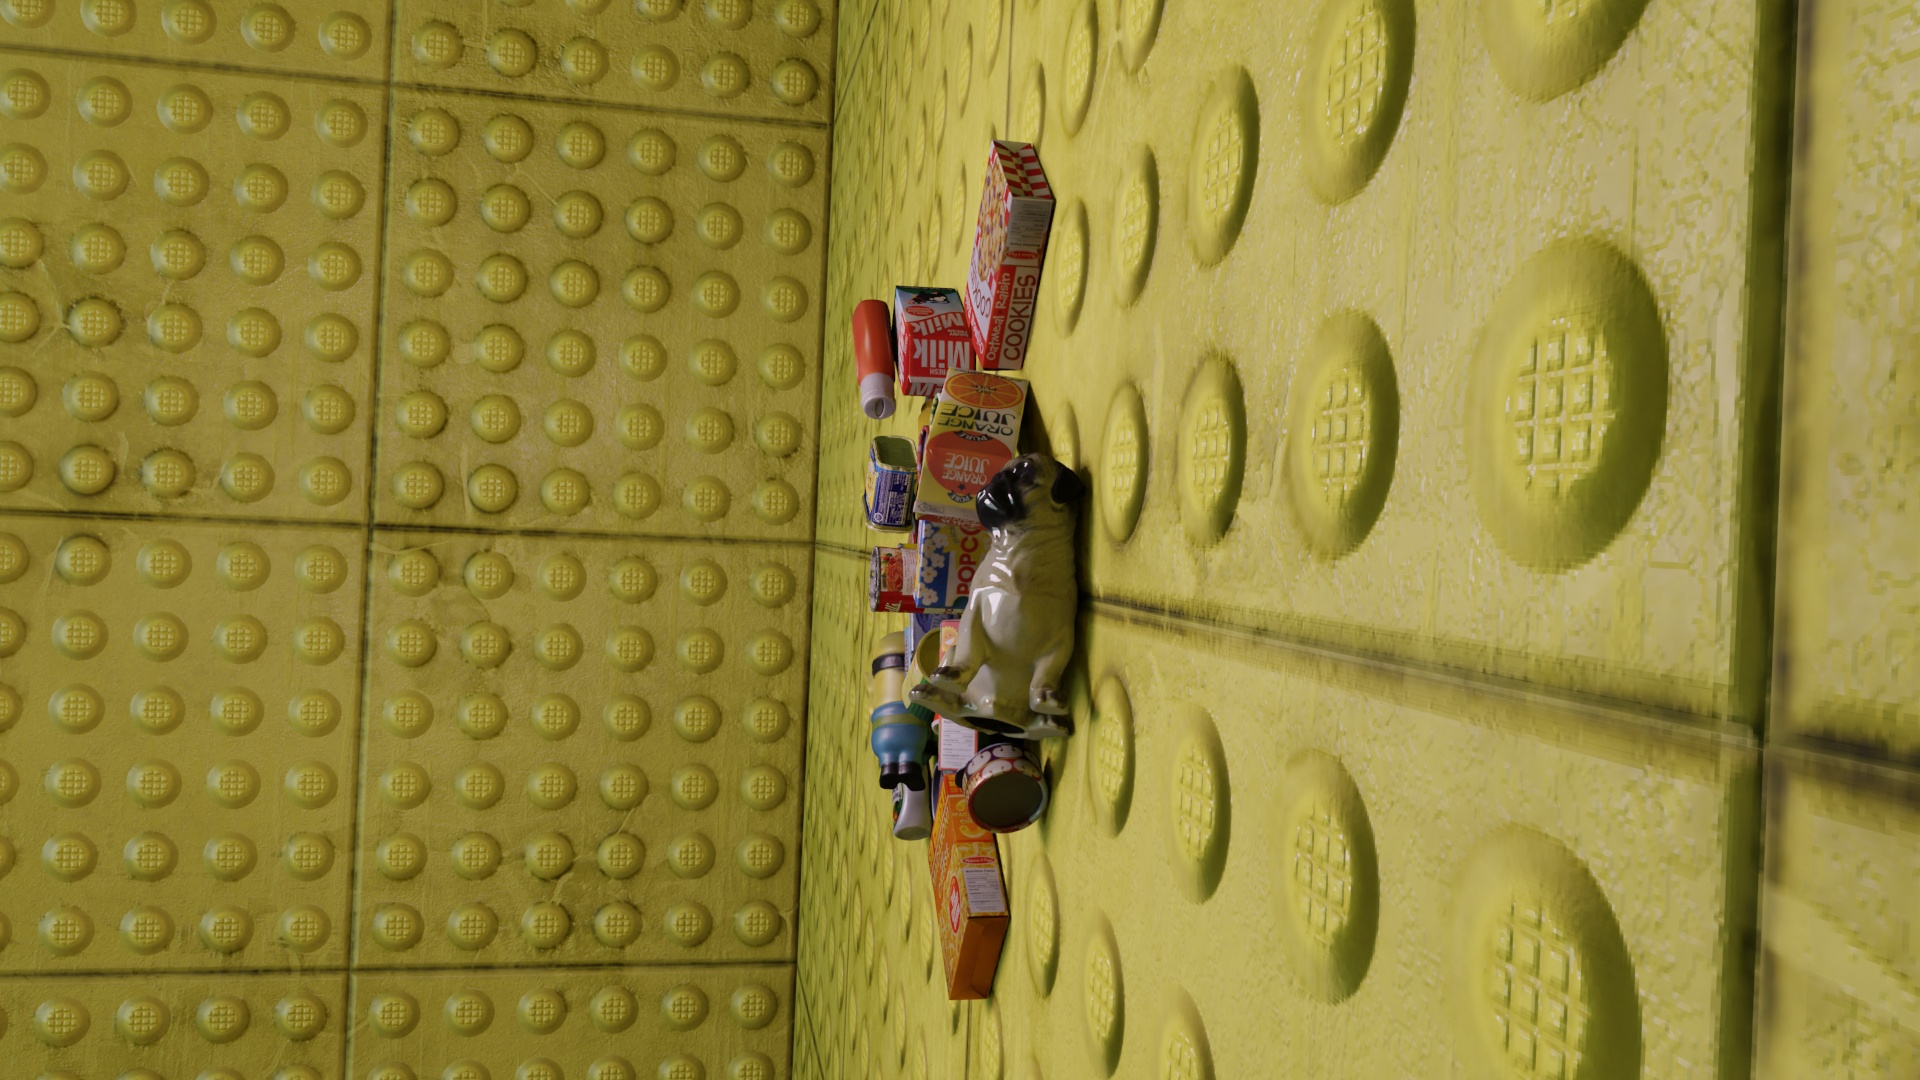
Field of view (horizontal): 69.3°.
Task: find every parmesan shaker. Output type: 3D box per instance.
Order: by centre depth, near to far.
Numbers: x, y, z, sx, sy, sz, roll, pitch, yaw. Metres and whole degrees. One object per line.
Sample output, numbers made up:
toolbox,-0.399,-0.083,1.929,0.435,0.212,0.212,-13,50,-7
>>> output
parmesan shaker,-0.018,0.133,1.393,0.102,0.071,0.071,112,158,-62

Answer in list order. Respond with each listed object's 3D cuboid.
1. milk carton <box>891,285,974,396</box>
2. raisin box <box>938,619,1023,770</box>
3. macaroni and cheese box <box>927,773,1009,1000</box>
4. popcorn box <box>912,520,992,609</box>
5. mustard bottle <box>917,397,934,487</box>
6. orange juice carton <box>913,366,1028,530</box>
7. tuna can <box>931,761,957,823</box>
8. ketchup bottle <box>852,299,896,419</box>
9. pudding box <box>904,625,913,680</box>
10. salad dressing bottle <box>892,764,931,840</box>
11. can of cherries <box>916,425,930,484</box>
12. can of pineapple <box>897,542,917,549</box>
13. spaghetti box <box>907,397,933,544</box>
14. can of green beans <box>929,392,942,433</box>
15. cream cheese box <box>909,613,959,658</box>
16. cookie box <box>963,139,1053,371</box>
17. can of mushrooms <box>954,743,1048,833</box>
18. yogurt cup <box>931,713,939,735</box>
milk carton,-0.031,-0.211,1.518,0.191,0.072,0.073,-104,19,-58
raisin box,0.018,0.129,1.155,0.086,0.040,0.123,13,-104,-59
macaroni and cheese box,0.005,0.319,1.291,0.167,0.040,0.123,-102,18,-51
popcorn box,0.005,-0.003,1.244,0.038,0.085,0.126,-115,29,-69
mustard bottle,-0.022,-0.103,1.505,0.065,0.049,0.161,113,157,-57
orange juice carton,0.009,-0.068,1.157,0.194,0.072,0.072,-77,-4,-57
tuna can,-0.007,0.255,1.389,0.071,0.033,0.071,-176,88,-79
ketchup bottle,-0.095,-0.198,1.541,0.064,0.043,0.149,100,167,-48
pudding box,-0.036,0.135,1.522,0.030,0.050,0.084,137,135,-73
salad dressing bottle,-0.060,0.275,1.629,0.064,0.044,0.148,109,161,-52
can of cherries,-0.011,-0.086,1.419,0.071,0.058,0.071,-176,88,-79
can of pineapple,-0.042,0.036,1.553,0.071,0.058,0.071,-175,88,-79
spaghetti box,-0.036,-0.071,1.625,0.050,0.029,0.248,-106,22,-60
can of green beans,0.003,-0.109,1.352,0.071,0.058,0.071,-176,88,-79
cream cheese box,-0.029,0.075,1.488,0.024,0.053,0.104,112,158,-65
cookie box,0.039,-0.254,1.241,0.123,0.040,0.166,-101,17,-51
can of mushrooms,0.033,0.196,1.092,0.033,0.071,0.070,-109,24,-59
yogurt cup,0.011,0.146,1.243,0.072,0.072,0.054,116,162,-65
